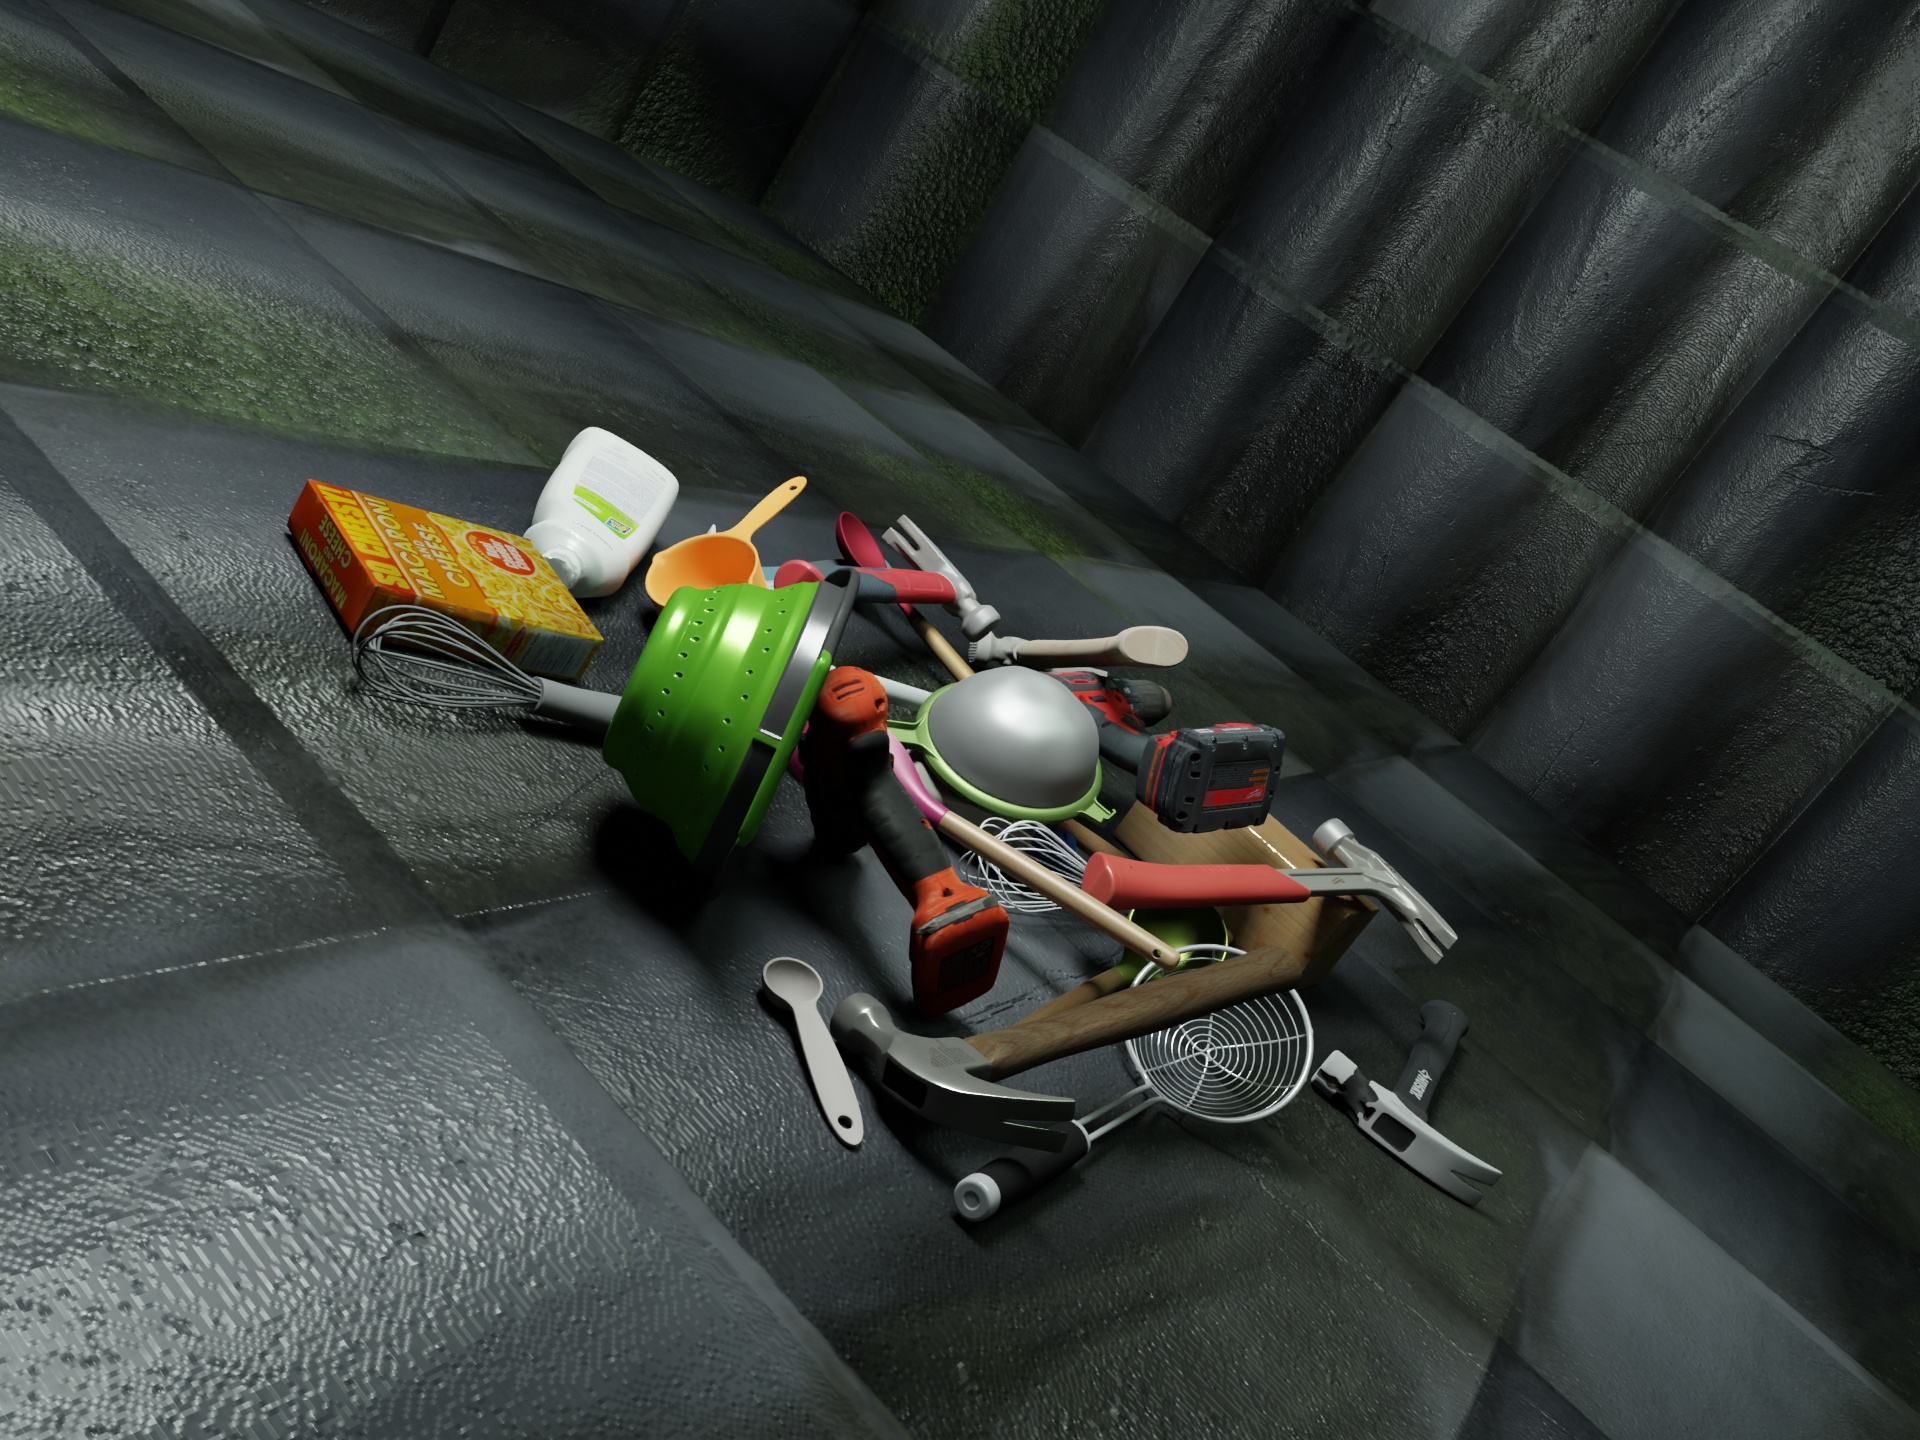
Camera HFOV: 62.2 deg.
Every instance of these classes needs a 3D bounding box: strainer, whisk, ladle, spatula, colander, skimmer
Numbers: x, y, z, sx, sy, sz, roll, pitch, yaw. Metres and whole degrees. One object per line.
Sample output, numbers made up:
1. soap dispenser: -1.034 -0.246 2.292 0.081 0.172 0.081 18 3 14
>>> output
1. strainer: -0.002 -0.004 1.172 0.256 0.069 0.152 7 41 -23
2. whisk: 0.101 0.129 1.205 0.284 0.070 0.070 23 20 -45
3. ladle: 0.102 0.174 1.080 0.078 0.062 0.320 47 23 16
4. spatula: 0.105 0.091 1.290 0.317 0.044 0.082 35 39 -14
5. strainer: -0.082 -0.028 1.245 0.087 0.050 0.258 38 11 30
6. colander: -0.150 -0.015 0.977 0.094 0.204 0.397 24 1 -9
7. ladle: -0.023 -0.075 1.489 0.316 0.031 0.069 50 19 18
8. skimmer: 0.107 0.209 0.935 0.127 0.090 0.363 43 20 21
9. whisk: -0.256 -0.018 0.961 0.238 0.055 0.055 20 22 -49

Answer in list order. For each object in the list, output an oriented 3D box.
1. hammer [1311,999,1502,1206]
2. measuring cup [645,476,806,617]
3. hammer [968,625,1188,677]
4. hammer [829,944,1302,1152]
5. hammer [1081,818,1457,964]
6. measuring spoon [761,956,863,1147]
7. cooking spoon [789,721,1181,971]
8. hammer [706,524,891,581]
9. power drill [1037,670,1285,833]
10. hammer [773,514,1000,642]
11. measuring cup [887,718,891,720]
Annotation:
1. hammer: 0.386 0.291 1.308 0.146 0.035 0.334 39 18 16
2. measuring cup: -0.168 -0.123 1.236 0.095 0.052 0.174 19 51 28
3. hammer: 0.124 -0.060 1.430 0.146 0.038 0.411 8 0 -13
4. hammer: 0.091 0.175 0.925 0.331 0.031 0.130 -6 27 -42
5. hammer: 0.231 0.131 1.211 0.358 0.036 0.149 4 36 -42
6. measuring spoon: -0.077 0.175 0.834 0.034 0.018 0.124 5 38 -32
7. cooking spoon: 0.010 0.080 1.078 0.319 0.069 0.017 31 6 17
8. hammer: -0.140 -0.133 1.483 0.128 0.033 0.331 39 18 12
9. power drill: 0.162 0.013 1.327 0.187 0.080 0.227 -3 20 -40
10. hammer: -0.076 -0.127 1.368 0.143 0.038 0.386 48 16 10
11. measuring cup: -0.003 0.018 1.320 0.167 0.038 0.083 29 18 -21
